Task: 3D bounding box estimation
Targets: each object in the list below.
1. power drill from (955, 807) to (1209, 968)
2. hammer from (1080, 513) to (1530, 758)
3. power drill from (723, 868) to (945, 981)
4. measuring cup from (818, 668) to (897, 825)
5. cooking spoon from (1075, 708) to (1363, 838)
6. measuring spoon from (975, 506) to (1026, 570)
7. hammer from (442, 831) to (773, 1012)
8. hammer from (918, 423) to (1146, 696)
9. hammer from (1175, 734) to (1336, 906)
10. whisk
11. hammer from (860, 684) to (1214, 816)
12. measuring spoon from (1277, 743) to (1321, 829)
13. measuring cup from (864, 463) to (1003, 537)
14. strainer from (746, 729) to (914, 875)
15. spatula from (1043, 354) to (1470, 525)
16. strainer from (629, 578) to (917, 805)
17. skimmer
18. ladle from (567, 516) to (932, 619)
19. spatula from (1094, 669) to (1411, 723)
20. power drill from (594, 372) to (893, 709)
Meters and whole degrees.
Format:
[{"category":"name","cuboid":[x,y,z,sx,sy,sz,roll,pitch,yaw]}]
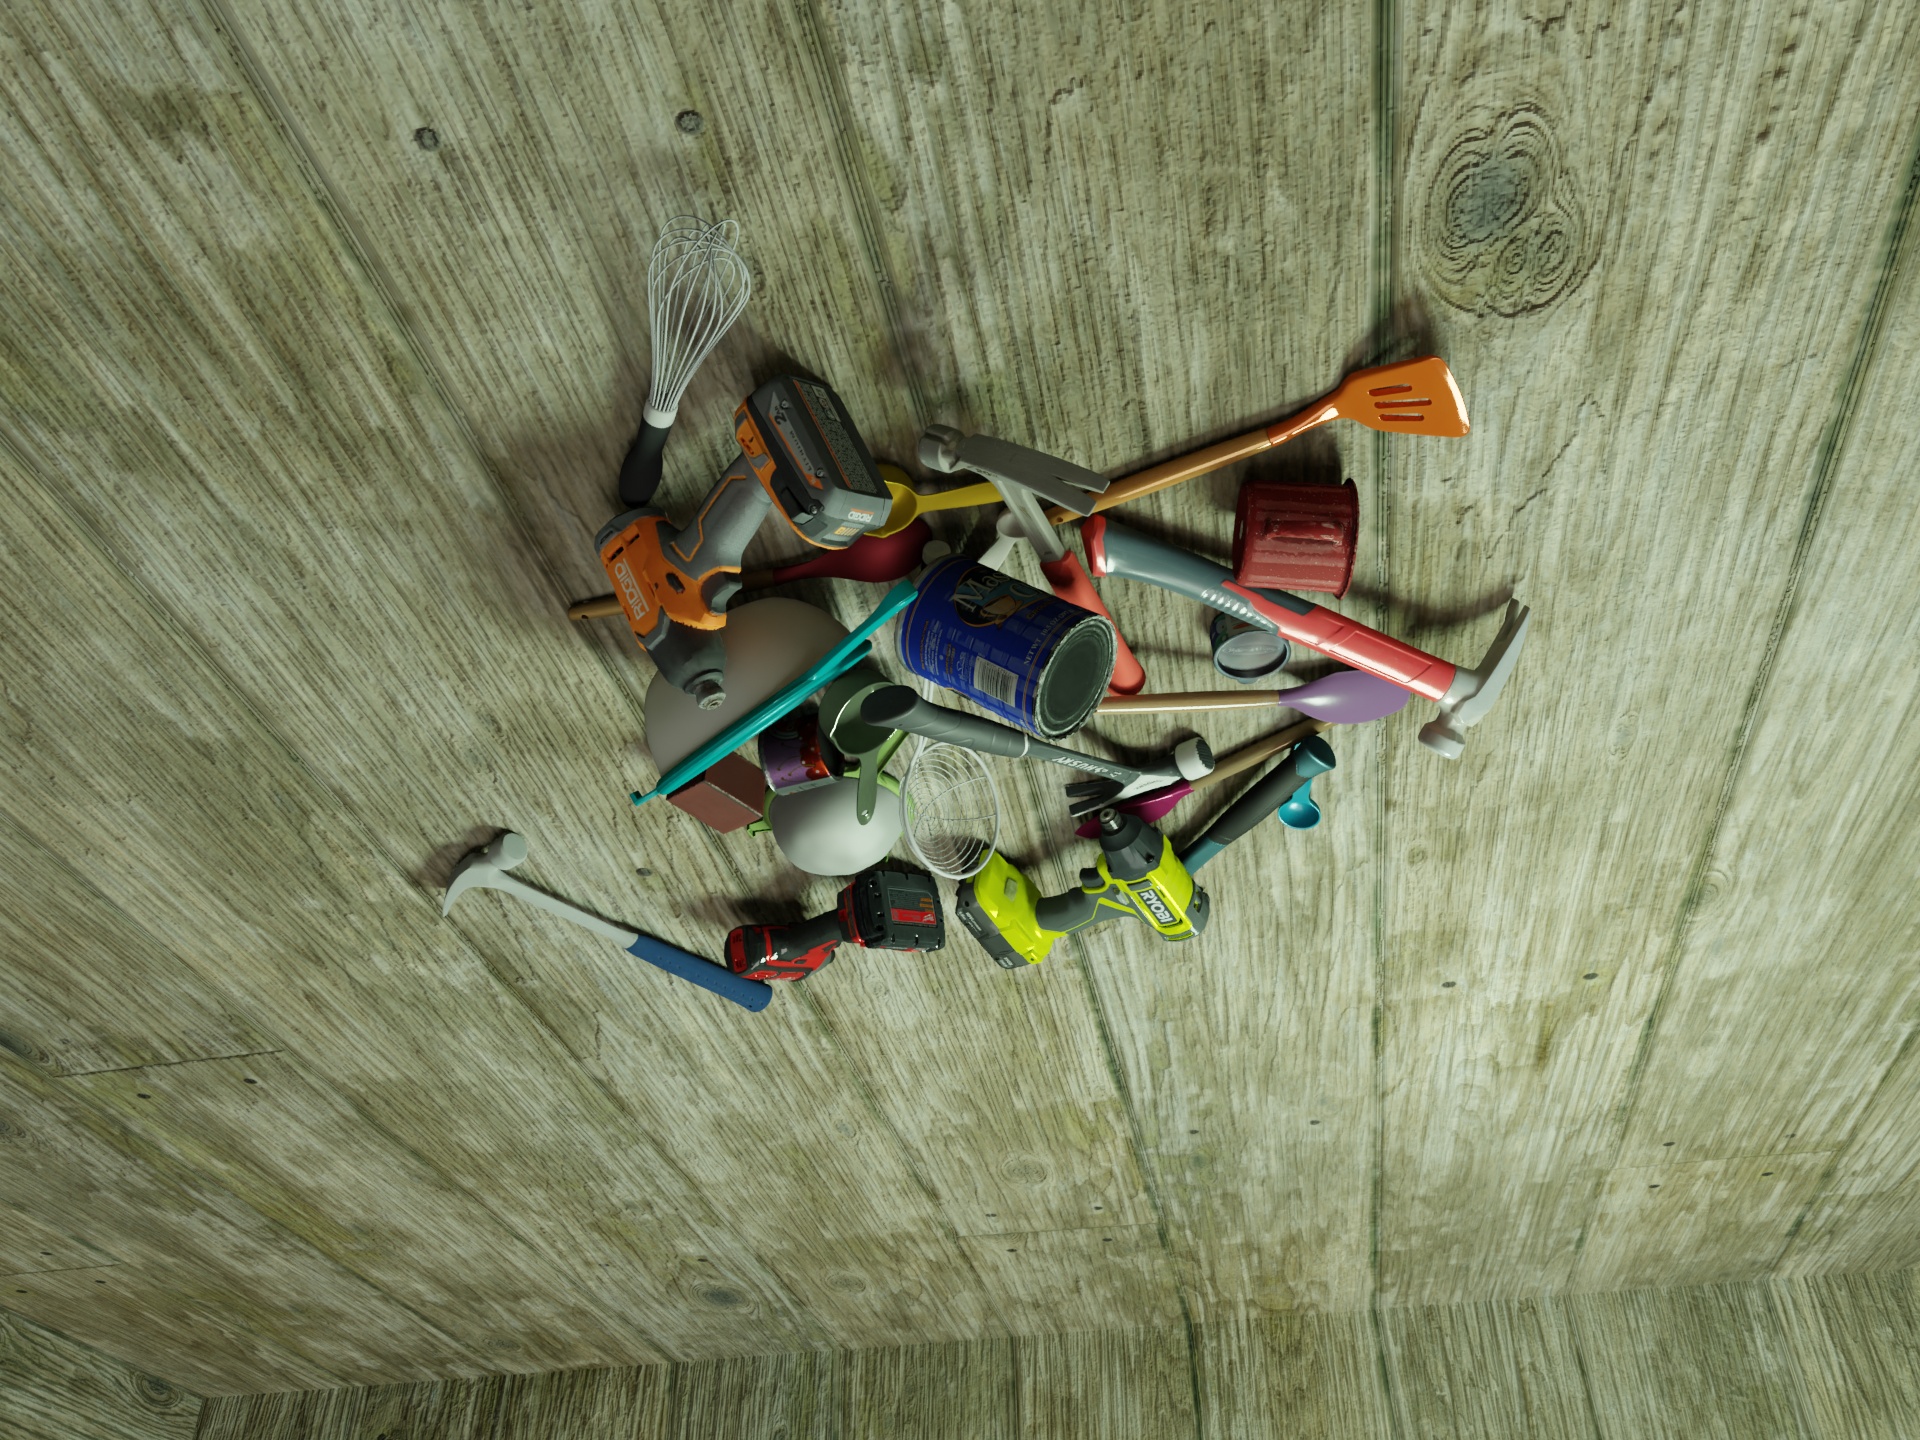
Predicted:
[{"category":"power drill","cuboid":[0.114,0.166,1.590,0.223,0.080,0.171,-18,127,29]},{"category":"hammer","cuboid":[0.278,-0.096,1.291,0.386,0.038,0.143,21,105,-16]},{"category":"power drill","cuboid":[-0.129,0.227,1.684,0.219,0.079,0.143,-23,157,33]},{"category":"measuring cup","cuboid":[-0.092,0.024,1.423,0.083,0.038,0.167,-24,138,-29]},{"category":"cooking spoon","cuboid":[0.243,0.050,1.518,0.319,0.017,0.068,-28,151,31]},{"category":"measuring spoon","cuboid":[0.026,-0.137,1.275,0.034,0.018,0.124,11,148,-21]},{"category":"hammer","cuboid":[-0.373,0.237,1.735,0.144,0.035,0.405,-29,134,32]},{"category":"hammer","cuboid":[0.092,-0.104,1.231,0.149,0.037,0.358,25,166,30]},{"category":"hammer","cuboid":[0.263,0.108,1.568,0.128,0.033,0.331,15,144,-19]},{"category":"whisk","cuboid":[-0.201,-0.238,1.105,0.070,0.070,0.284,12,146,-16]},{"category":"hammer","cuboid":[0.058,0.024,1.371,0.149,0.036,0.408,-24,156,32]},{"category":"measuring spoon","cuboid":[0.330,0.056,1.534,0.042,0.021,0.128,5,135,13]},{"category":"measuring cup","cuboid":[-0.014,-0.178,1.216,0.156,0.029,0.062,-10,143,-8]},{"category":"strainer","cuboid":[-0.098,0.082,1.509,0.151,0.069,0.256,15,141,-20]},{"category":"spatula","cuboid":[0.206,-0.195,1.177,0.322,0.041,0.080,-18,137,22]},{"category":"strainer","cuboid":[-0.148,-0.059,1.242,0.095,0.211,0.340,54,140,-1]},{"category":"skimmer","cuboid":[-0.002,-0.004,1.372,0.090,0.127,0.363,23,141,15]},{"category":"ladle","cuboid":[-0.174,-0.114,1.289,0.315,0.031,0.069,-9,145,13]},{"category":"spatula","cuboid":[0.251,-0.017,1.390,0.316,0.018,0.059,-2,126,-14]},{"category":"power drill","cuboid":[-0.159,-0.123,1.152,0.226,0.164,0.084,-37,161,28]}]
